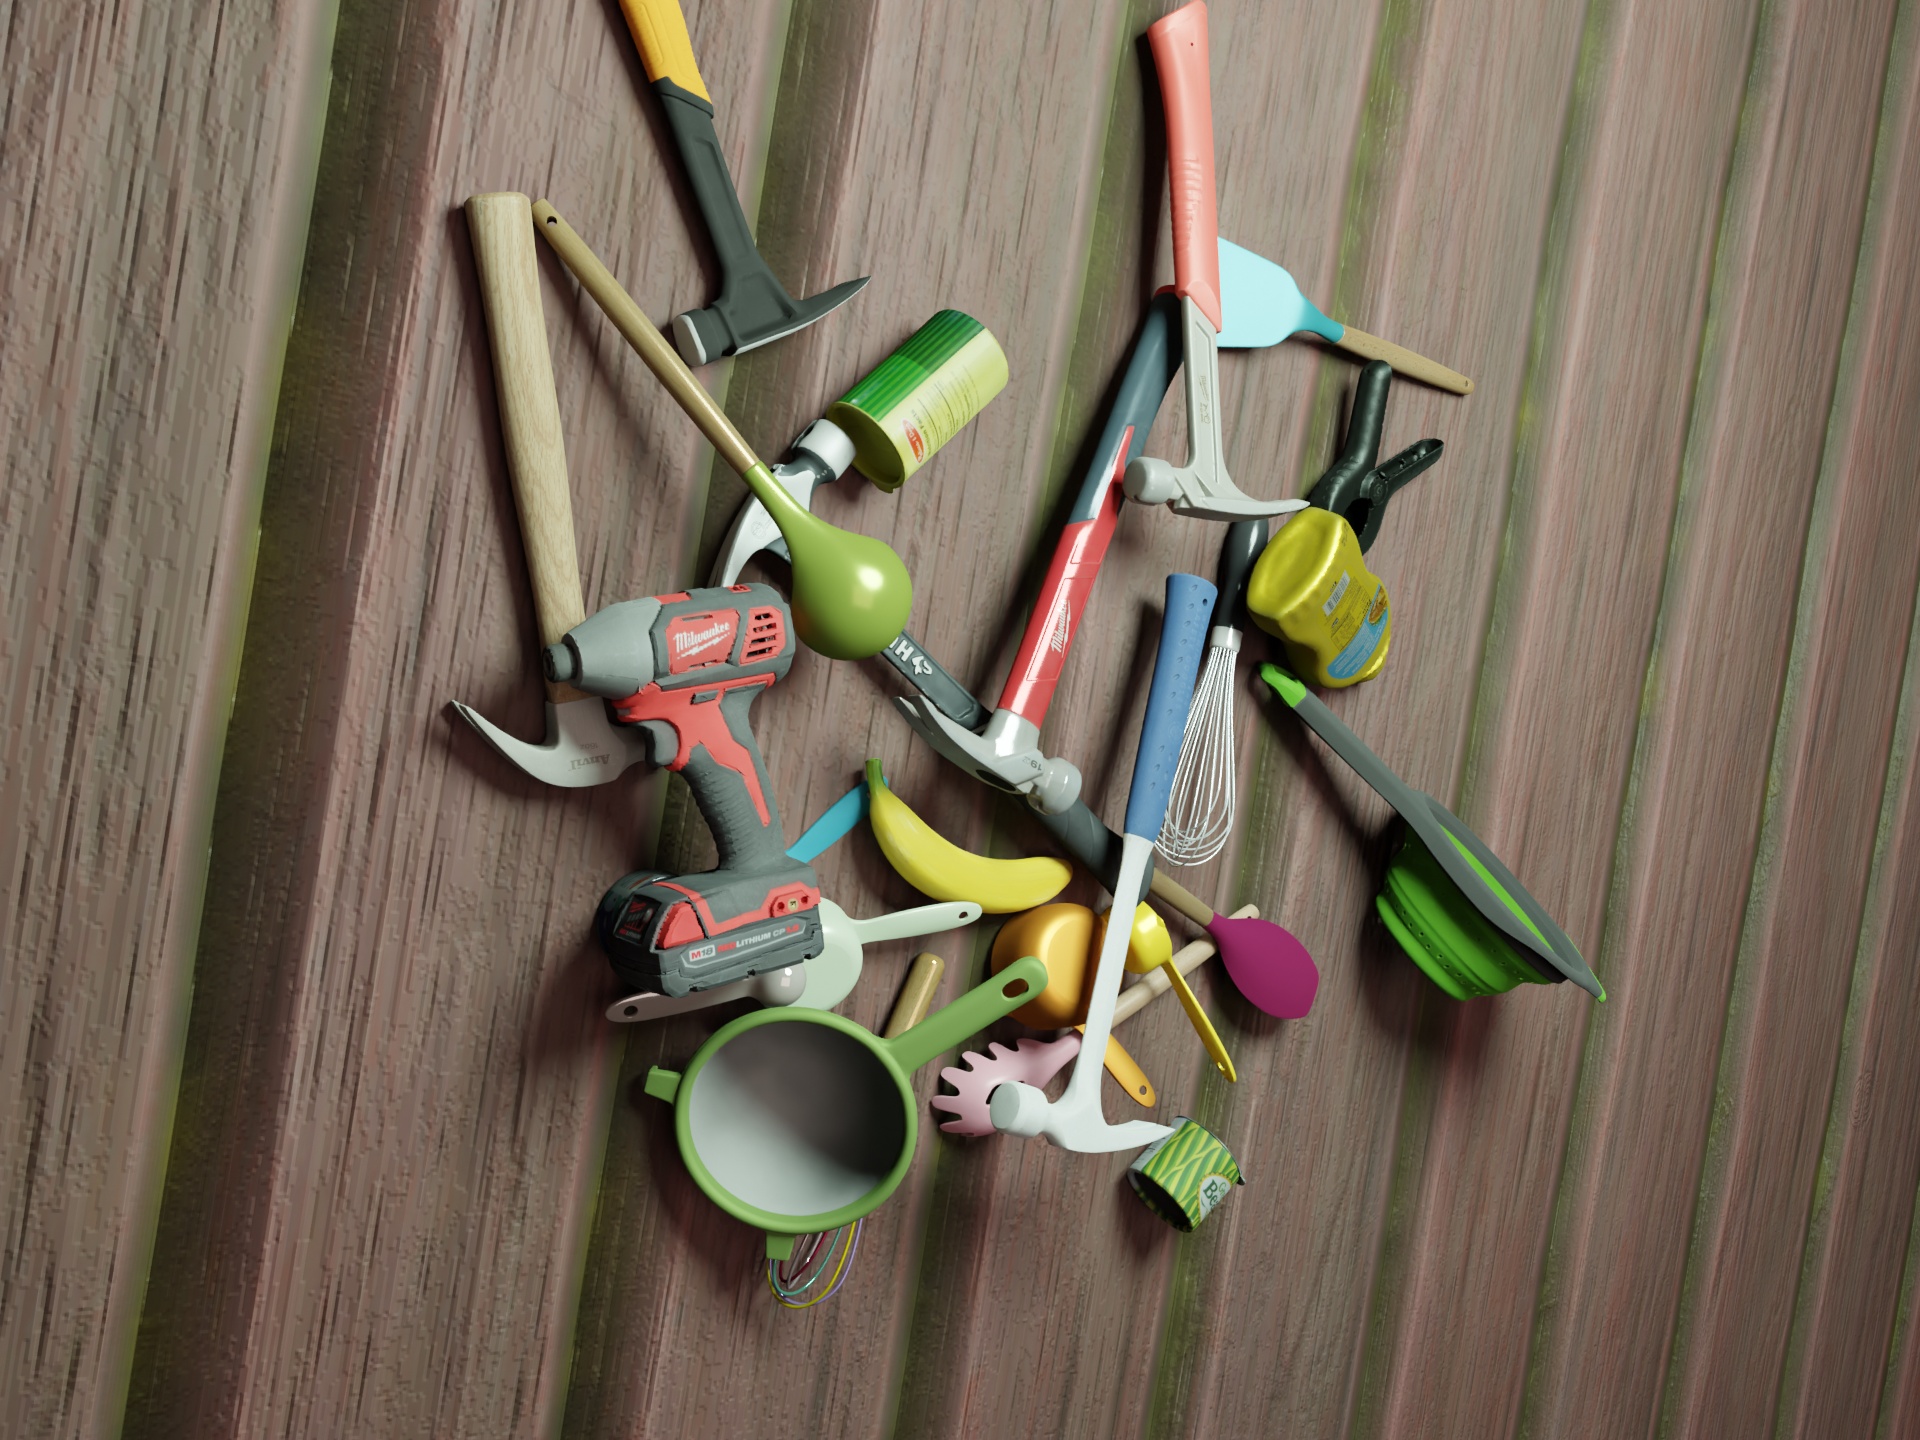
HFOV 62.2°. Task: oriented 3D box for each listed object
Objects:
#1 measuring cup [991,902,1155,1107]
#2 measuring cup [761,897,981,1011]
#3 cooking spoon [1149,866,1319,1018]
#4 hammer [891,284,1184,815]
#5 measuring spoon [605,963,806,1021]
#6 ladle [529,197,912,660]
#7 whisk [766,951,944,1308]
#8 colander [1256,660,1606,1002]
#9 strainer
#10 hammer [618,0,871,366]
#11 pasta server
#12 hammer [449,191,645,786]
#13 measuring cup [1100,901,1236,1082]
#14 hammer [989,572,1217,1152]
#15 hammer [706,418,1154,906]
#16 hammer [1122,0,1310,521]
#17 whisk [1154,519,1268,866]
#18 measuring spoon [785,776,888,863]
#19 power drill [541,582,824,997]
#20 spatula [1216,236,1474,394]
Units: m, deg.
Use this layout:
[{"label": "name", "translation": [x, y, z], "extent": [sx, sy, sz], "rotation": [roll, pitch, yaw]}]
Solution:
[{"label": "measuring cup", "translation": [0.097, 0.205, 1.120], "extent": [0.095, 0.052, 0.173], "rotation": [-42, 98, -32]}, {"label": "measuring cup", "translation": [-0.057, 0.146, 1.022], "extent": [0.167, 0.038, 0.083], "rotation": [-9, 119, -21]}, {"label": "cooking spoon", "translation": [0.168, 0.137, 1.197], "extent": [0.318, 0.017, 0.069], "rotation": [36, 64, -26]}, {"label": "hammer", "translation": [0.077, -0.140, 1.070], "extent": [0.143, 0.038, 0.386], "rotation": [33, 69, -32]}, {"label": "measuring spoon", "translation": [-0.150, 0.168, 0.955], "extent": [0.124, 0.018, 0.034], "rotation": [-7, 119, -22]}, {"label": "ladle", "translation": [-0.141, -0.166, 0.927], "extent": [0.078, 0.062, 0.320], "rotation": [-41, 101, -9]}, {"label": "whisk", "translation": [-0.069, 0.268, 1.057], "extent": [0.051, 0.047, 0.245], "rotation": [33, 73, -32]}, {"label": "colander", "translation": [0.352, 0.109, 1.289], "extent": [0.397, 0.205, 0.094], "rotation": [42, 107, -14]}, {"label": "strainer", "translation": [-0.057, 0.212, 0.995], "extent": [0.256, 0.069, 0.151], "rotation": [-33, 100, 6]}, {"label": "hammer", "translation": [-0.161, -0.384, 0.914], "extent": [0.127, 0.034, 0.336], "rotation": [-30, 111, -27]}, {"label": "pasta server", "translation": [0.111, 0.214, 1.181], "extent": [0.316, 0.040, 0.060], "rotation": [-29, 111, -33]}, {"label": "hammer", "translation": [-0.238, -0.124, 0.896], "extent": [0.130, 0.031, 0.331], "rotation": [-14, 103, -33]}, {"label": "measuring cup", "translation": [0.150, 0.201, 1.158], "extent": [0.029, 0.062, 0.156], "rotation": [-28, 84, -24]}, {"label": "hammer", "translation": [0.124, 0.094, 1.099], "extent": [0.144, 0.035, 0.406], "rotation": [25, 72, -36]}, {"label": "hammer", "translation": [-0.002, -0.003, 1.056], "extent": [0.408, 0.036, 0.149], "rotation": [45, 73, -26]}, {"label": "hammer", "translation": [0.171, -0.319, 1.106], "extent": [0.149, 0.037, 0.359], "rotation": [1, 85, -34]}, {"label": "whisk", "translation": [0.191, -0.029, 1.190], "extent": [0.070, 0.070, 0.285], "rotation": [19, 80, -34]}, {"label": "measuring spoon", "translation": [-0.089, 0.079, 1.027], "extent": [0.128, 0.021, 0.042], "rotation": [-42, 117, -23]}, {"label": "power drill", "translation": [-0.156, 0.037, 0.906], "extent": [0.143, 0.078, 0.219], "rotation": [-11, 98, -34]}, {"label": "spatula", "translation": [0.302, -0.299, 1.250], "extent": [0.317, 0.044, 0.082], "rotation": [8, 91, -39]}]
